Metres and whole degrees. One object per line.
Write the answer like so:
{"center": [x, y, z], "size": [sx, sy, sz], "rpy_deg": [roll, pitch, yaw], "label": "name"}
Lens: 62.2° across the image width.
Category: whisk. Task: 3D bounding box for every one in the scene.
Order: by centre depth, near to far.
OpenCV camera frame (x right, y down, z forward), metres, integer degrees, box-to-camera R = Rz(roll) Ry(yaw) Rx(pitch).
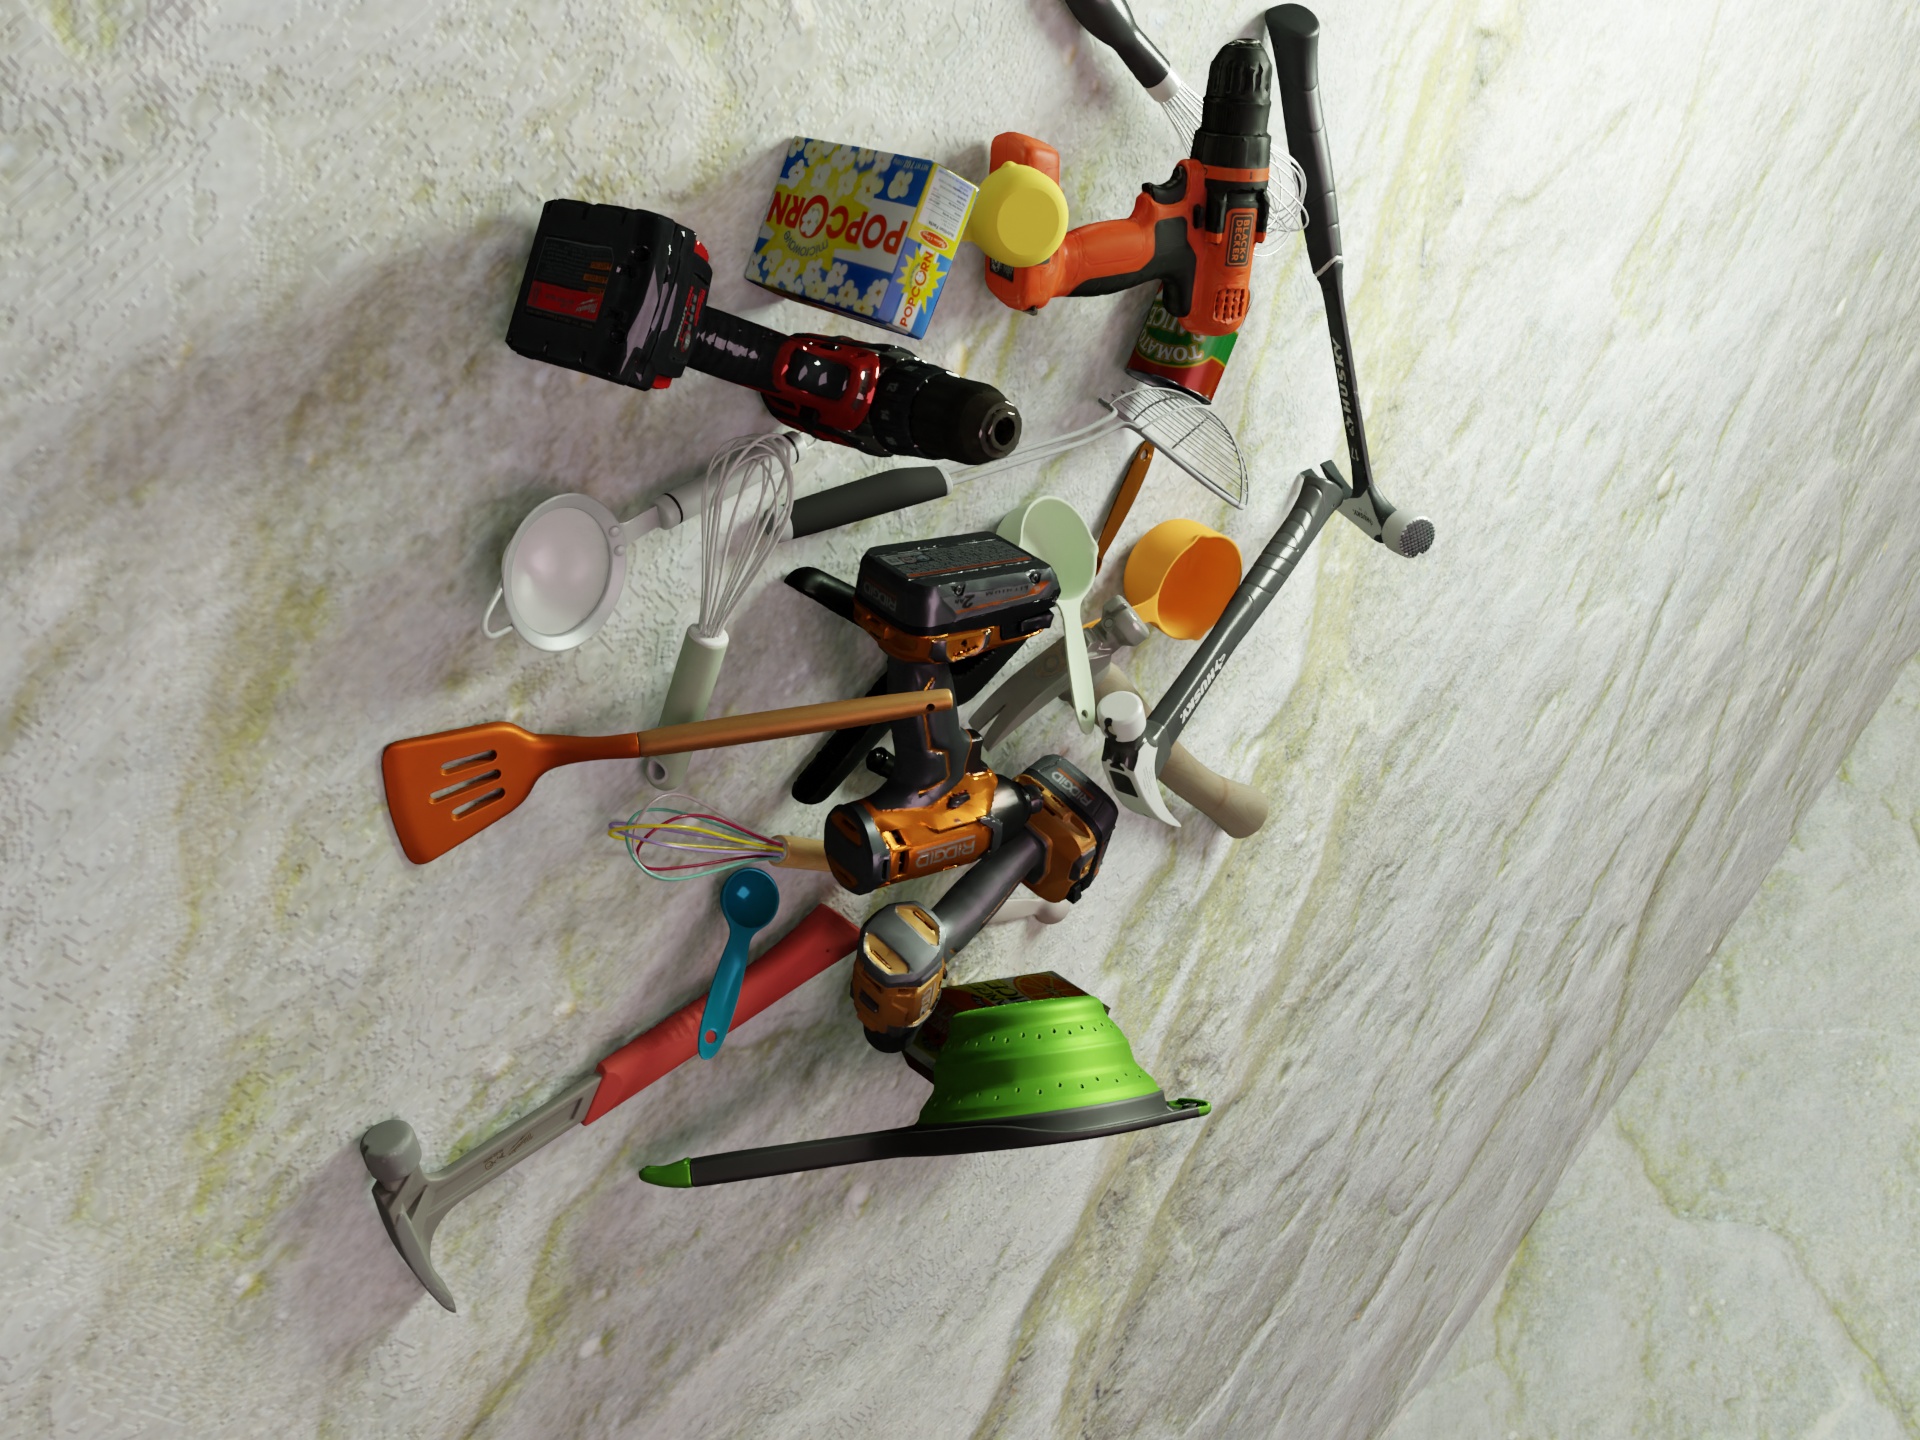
{"center": [-0.143, -0.056, 0.915], "size": [0.059, 0.058, 0.246], "rpy_deg": [-30, 150, -53], "label": "whisk"}
{"center": [-0.131, 0.084, 1.035], "size": [0.047, 0.051, 0.244], "rpy_deg": [-42, 151, 22], "label": "whisk"}
{"center": [0.149, -0.400, 1.049], "size": [0.284, 0.070, 0.070], "rpy_deg": [29, 90, -44], "label": "whisk"}

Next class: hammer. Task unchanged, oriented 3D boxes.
{"center": [-0.209, 0.233, 1.049], "size": [0.359, 0.037, 0.149], "rpy_deg": [-30, 131, -31], "label": "hammer"}
{"center": [0.278, -0.323, 1.195], "size": [0.036, 0.149, 0.408], "rpy_deg": [-24, 121, -9], "label": "hammer"}
{"center": [0.206, -0.067, 1.204], "size": [0.335, 0.035, 0.146], "rpy_deg": [-52, 144, -28], "label": "hammer"}
{"center": [0.156, 0.032, 1.298], "size": [0.146, 0.038, 0.410], "rpy_deg": [-39, 146, 11], "label": "hammer"}

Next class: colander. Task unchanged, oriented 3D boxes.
{"center": [-0.029, 0.257, 1.121], "size": [0.397, 0.204, 0.094], "rpy_deg": [-7, 79, -6], "label": "colander"}

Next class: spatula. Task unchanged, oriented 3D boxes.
{"center": [-0.160, 0.016, 0.914], "size": [0.322, 0.041, 0.081], "rpy_deg": [-9, 122, -12], "label": "spatula"}

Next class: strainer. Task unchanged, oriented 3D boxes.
{"center": [-0.172, -0.113, 0.889], "size": [0.258, 0.050, 0.086], "rpy_deg": [-35, 134, -35], "label": "strainer"}

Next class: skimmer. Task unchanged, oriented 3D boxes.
{"center": [0.038, -0.149, 1.056], "size": [0.363, 0.127, 0.090], "rpy_deg": [-20, 136, -25], "label": "skimmer"}

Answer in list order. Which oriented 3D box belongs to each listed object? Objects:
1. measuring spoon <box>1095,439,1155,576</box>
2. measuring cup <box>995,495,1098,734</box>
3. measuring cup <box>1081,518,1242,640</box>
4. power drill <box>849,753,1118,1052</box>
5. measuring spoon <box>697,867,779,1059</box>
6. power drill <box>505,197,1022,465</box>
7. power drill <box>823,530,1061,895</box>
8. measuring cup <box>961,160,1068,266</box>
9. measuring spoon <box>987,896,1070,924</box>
{"center": [0.117, -0.160, 1.188], "size": [0.021, 0.011, 0.117], "rpy_deg": [27, 88, -51], "label": "measuring spoon"}
{"center": [0.064, -0.071, 1.108], "size": [0.083, 0.038, 0.167], "rpy_deg": [-10, 90, -44], "label": "measuring cup"}
{"center": [0.133, -0.096, 1.212], "size": [0.173, 0.052, 0.095], "rpy_deg": [-24, 130, -23], "label": "measuring cup"}
{"center": [0.008, 0.147, 1.177], "size": [0.226, 0.084, 0.185], "rpy_deg": [-40, 160, -26], "label": "power drill"}
{"center": [-0.154, 0.159, 1.048], "size": [0.042, 0.021, 0.129], "rpy_deg": [25, 70, -29], "label": "measuring spoon"}
{"center": [-0.094, -0.186, 0.819], "size": [0.226, 0.188, 0.080], "rpy_deg": [12, 99, -45], "label": "power drill"}
{"center": [-0.002, -0.003, 1.039], "size": [0.164, 0.084, 0.226], "rpy_deg": [-12, 122, -35], "label": "power drill"}
{"center": [-0.010, -0.282, 0.925], "size": [0.156, 0.029, 0.062], "rpy_deg": [-16, 119, -12], "label": "measuring cup"}
{"center": [0.048, 0.156, 1.287], "size": [0.124, 0.018, 0.034], "rpy_deg": [-1, 112, -45], "label": "measuring spoon"}
